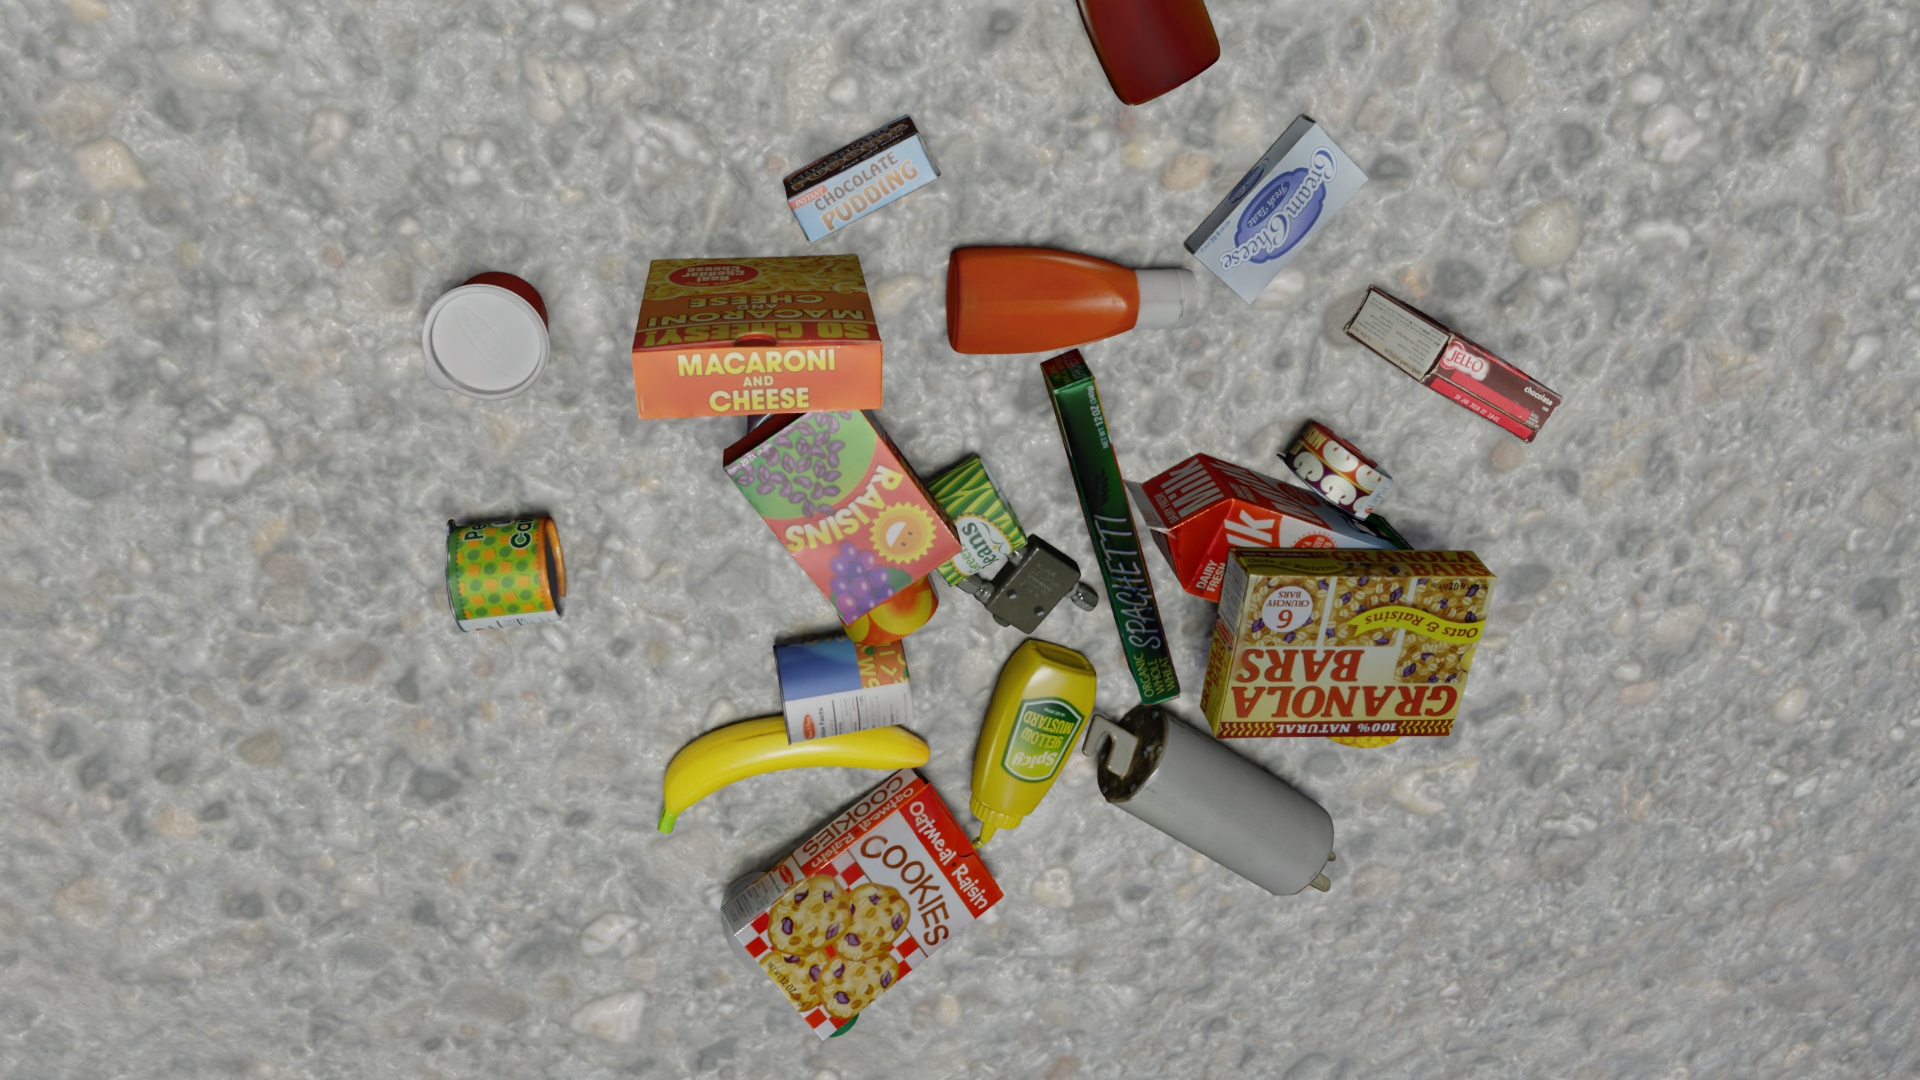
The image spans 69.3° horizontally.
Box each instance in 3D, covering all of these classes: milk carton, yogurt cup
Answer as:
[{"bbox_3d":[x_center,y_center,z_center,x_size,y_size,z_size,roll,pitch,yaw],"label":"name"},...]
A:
[{"bbox_3d":[0.199,0.002,0.916,0.191,0.072,0.073,18,113,-17],"label":"milk carton"},{"bbox_3d":[-0.267,-0.120,0.792,0.072,0.054,0.072,-4,117,-7],"label":"yogurt cup"}]

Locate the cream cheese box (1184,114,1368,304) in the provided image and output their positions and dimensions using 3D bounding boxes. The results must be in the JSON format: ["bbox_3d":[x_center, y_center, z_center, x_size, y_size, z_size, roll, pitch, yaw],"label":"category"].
[{"bbox_3d":[0.191,-0.200,0.843,0.053,0.024,0.103,36,106,-24],"label":"cream cheese box"}]

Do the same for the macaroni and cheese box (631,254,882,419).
[{"bbox_3d":[-0.111,-0.116,0.755,0.124,0.167,0.040,-3,116,-8],"label":"macaroni and cheese box"}]

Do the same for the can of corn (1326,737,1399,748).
[{"bbox_3d":[0.282,0.106,0.983,0.071,0.071,0.058,-6,117,-6],"label":"can of corn"}]

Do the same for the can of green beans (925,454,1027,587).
[{"bbox_3d":[0.002,-0.013,0.881,0.058,0.071,0.071,-29,117,6],"label":"can of green beans"}]

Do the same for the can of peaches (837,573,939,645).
[{"bbox_3d":[-0.055,0.027,0.890,0.071,0.071,0.057,-21,118,2],"label":"can of peaches"}]

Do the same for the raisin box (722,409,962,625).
[{"bbox_3d":[-0.068,-0.023,0.809,0.086,0.040,0.123,-34,111,5],"label":"raisin box"}]

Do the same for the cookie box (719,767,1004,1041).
[{"bbox_3d":[-0.066,0.258,0.992,0.168,0.040,0.122,-36,118,-11],"label":"cookie box"}]

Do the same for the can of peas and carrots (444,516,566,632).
[{"bbox_3d":[-0.278,0.018,0.852,0.059,0.071,0.070,-6,117,-7],"label":"can of peas and carrots"}]

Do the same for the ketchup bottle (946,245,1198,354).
[{"bbox_3d":[0.067,-0.145,0.839,0.149,0.044,0.064,-2,117,-8],"label":"ketchup bottle"}]

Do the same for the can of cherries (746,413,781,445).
[{"bbox_3d":[-0.096,-0.065,0.844,0.071,0.058,0.071,-3,116,-6],"label":"can of cherries"}]

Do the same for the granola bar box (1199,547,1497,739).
[{"bbox_3d":[0.247,0.068,0.893,0.166,0.039,0.123,1,118,-9],"label":"granola bar box"}]

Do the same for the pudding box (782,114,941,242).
[{"bbox_3d":[-0.056,-0.205,0.786,0.084,0.050,0.030,-25,119,5],"label":"pudding box"}]

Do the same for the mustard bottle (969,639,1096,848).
[{"bbox_3d":[0.042,0.150,0.969,0.065,0.049,0.159,16,105,-16],"label":"mustard bottle"}]

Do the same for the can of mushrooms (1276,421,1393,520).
[{"bbox_3d":[0.244,-0.047,0.903,0.071,0.071,0.033,28,109,-21],"label":"can of mushrooms"}]

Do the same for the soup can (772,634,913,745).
[{"bbox_3d":[-0.078,0.093,0.920,0.084,0.071,0.071,-9,117,-9],"label":"soup can"}]

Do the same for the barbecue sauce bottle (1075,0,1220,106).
[{"bbox_3d":[0.086,-0.318,0.757,0.065,0.044,0.148,-28,116,5],"label":"barbecue sauce bottle"}]

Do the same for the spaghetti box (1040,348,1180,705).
[{"bbox_3d":[0.101,-0.002,0.911,0.029,0.050,0.249,-18,118,2],"label":"spaghetti box"}]

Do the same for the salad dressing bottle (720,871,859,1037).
[{"bbox_3d":[-0.124,0.311,1.034,0.064,0.044,0.147,-28,118,0],"label":"salad dressing bottle"}]
